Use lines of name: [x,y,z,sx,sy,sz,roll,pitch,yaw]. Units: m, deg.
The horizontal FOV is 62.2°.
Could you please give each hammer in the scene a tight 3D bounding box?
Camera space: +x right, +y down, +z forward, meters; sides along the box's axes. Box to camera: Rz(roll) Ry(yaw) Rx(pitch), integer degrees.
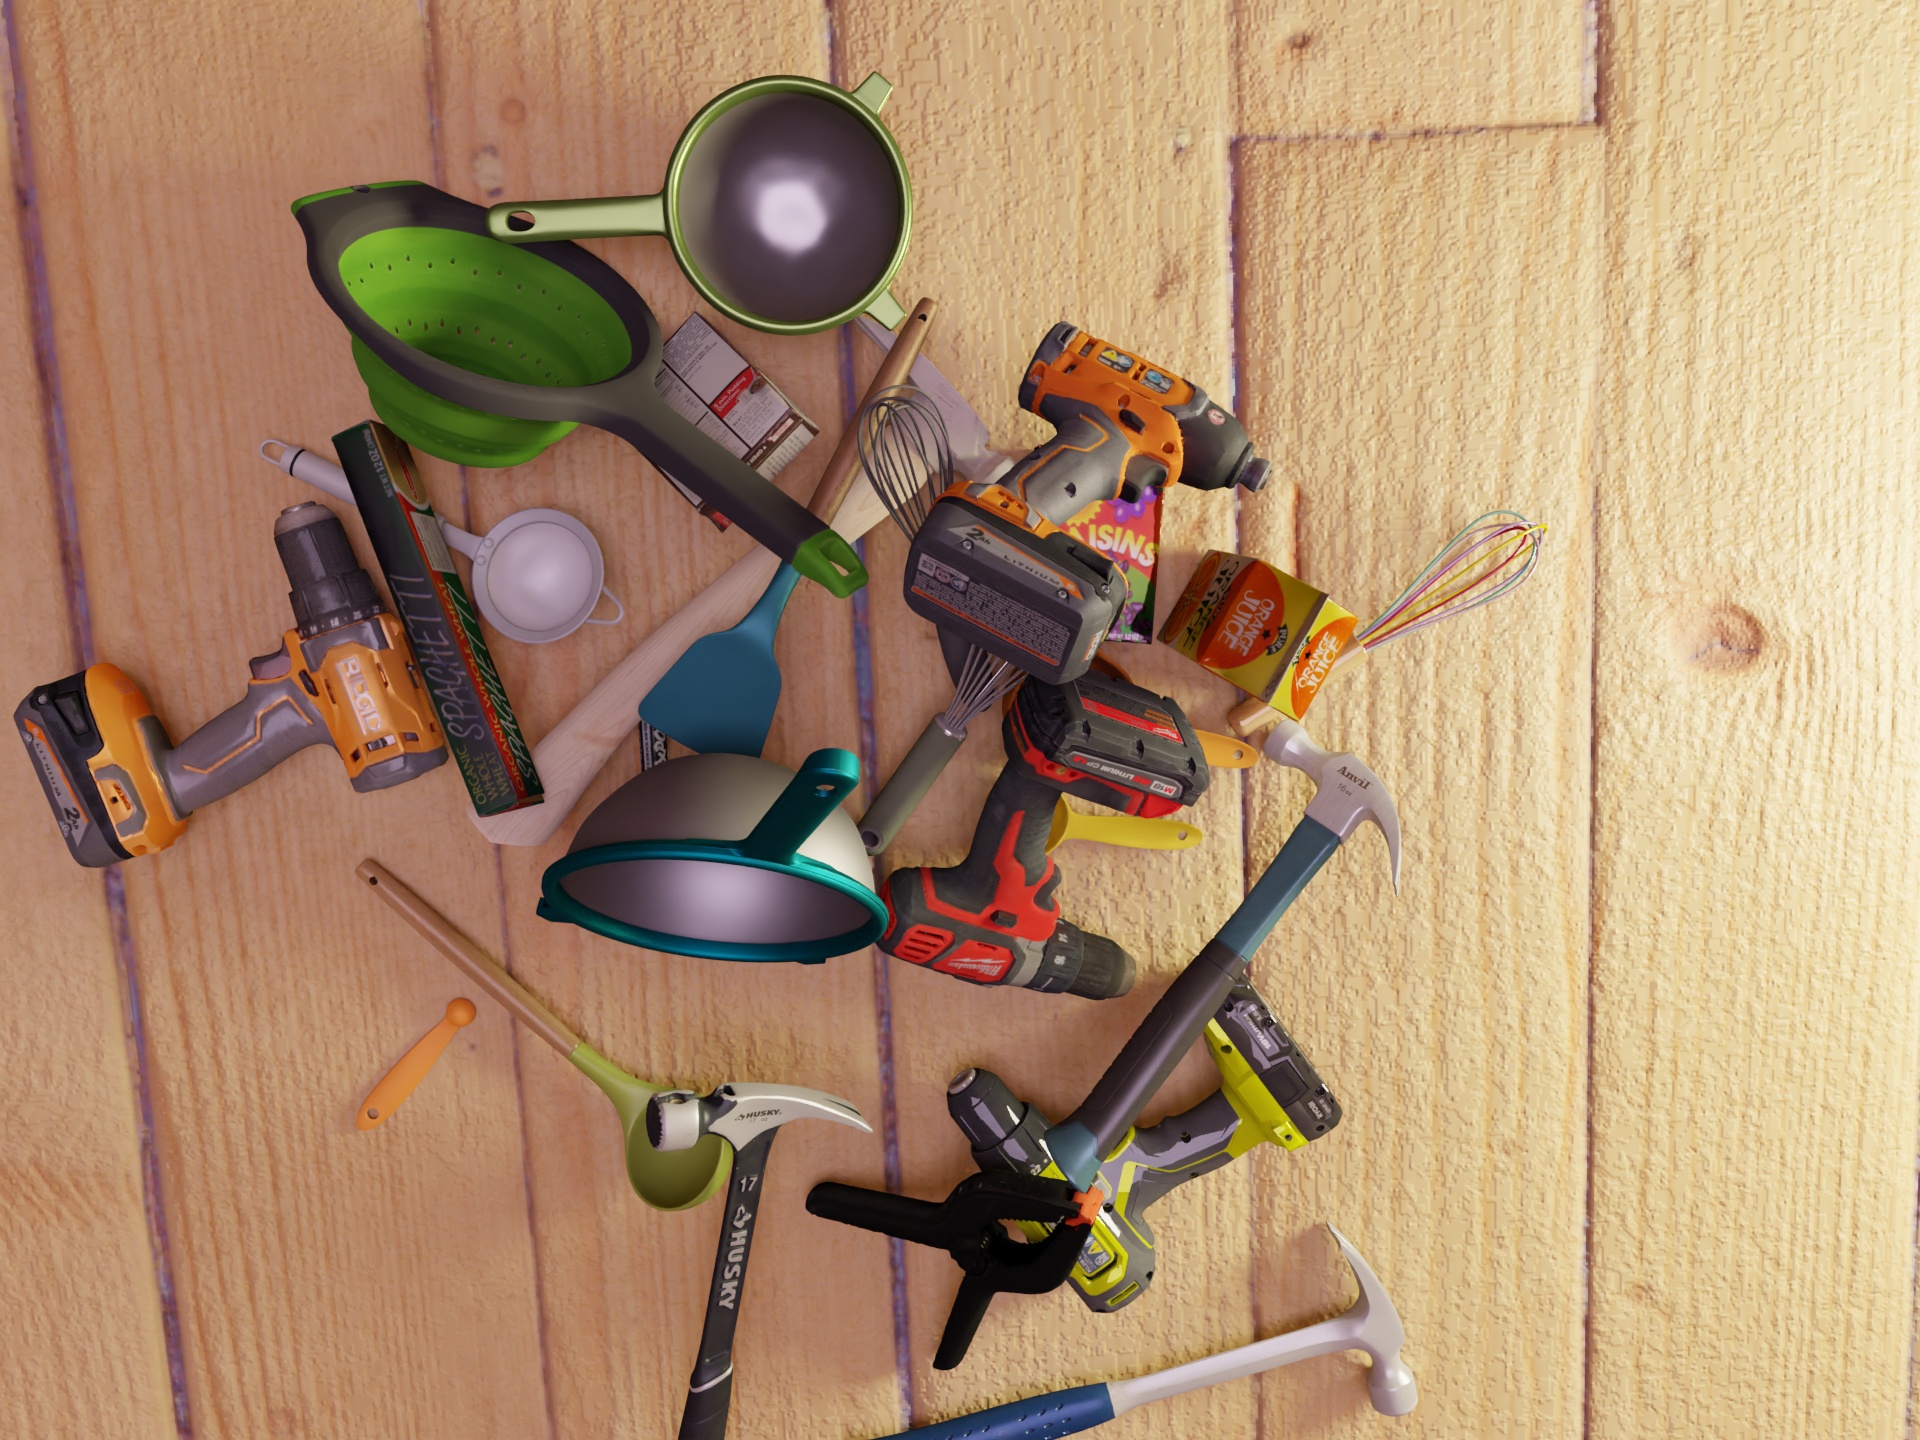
hammer: [-0.158,-0.077,1.016,0.410,0.038,0.146,-42,97,-2]
hammer: [0.116,0.473,1.128,0.405,0.035,0.144,-15,99,-2]
hammer: [0.165,0.159,1.027,0.128,0.033,0.331,35,82,27]
hammer: [-0.160,0.422,1.070,0.149,0.036,0.408,1,111,-29]

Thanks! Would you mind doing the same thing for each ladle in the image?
ladle: [-0.279,0.204,1.055,0.320,0.062,0.078,43,91,-6]

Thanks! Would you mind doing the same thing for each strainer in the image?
strainer: [-0.122,0.053,0.935,0.211,0.340,0.095,13,63,-19]
strainer: [-0.158,-0.310,0.982,0.256,0.069,0.151,-4,101,-3]
strainer: [-0.327,-0.120,1.013,0.258,0.050,0.087,26,89,-1]

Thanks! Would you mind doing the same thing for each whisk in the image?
whisk: [0.284,-0.064,1.061,0.245,0.047,0.051,-33,100,4]
whisk: [-0.002,-0.003,1.019,0.058,0.059,0.246,36,115,-1]
whisk: [-0.012,-0.100,0.996,0.055,0.055,0.238,-18,126,-1]

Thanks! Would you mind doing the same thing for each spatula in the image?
spatula: [-0.093,-0.122,0.992,0.082,0.044,0.317,28,86,-7]

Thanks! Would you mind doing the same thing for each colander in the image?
colander: [-0.226,-0.169,0.938,0.397,0.204,0.094,38,127,10]

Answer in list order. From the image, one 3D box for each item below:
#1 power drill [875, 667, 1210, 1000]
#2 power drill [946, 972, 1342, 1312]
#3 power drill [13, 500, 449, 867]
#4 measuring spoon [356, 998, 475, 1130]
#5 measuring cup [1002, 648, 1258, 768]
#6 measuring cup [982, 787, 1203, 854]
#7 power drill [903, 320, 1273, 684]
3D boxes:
power drill: [0.069,0.087,1.016,0.187,0.080,0.226,19,120,-22]
power drill: [0.121,0.268,1.080,0.228,0.080,0.190,-37,99,4]
power drill: [-0.460,-0.022,1.000,0.226,0.084,0.185,-19,98,-5]
measuring spoon: [-0.369,0.234,1.074,0.021,0.011,0.117,41,94,-8]
measuring cup: [0.111,0.001,1.055,0.173,0.052,0.095,13,101,-12]
measuring cup: [0.089,0.068,1.079,0.156,0.029,0.062,7,106,-17]
power drill: [0.082,-0.131,0.941,0.164,0.084,0.227,28,55,7]
